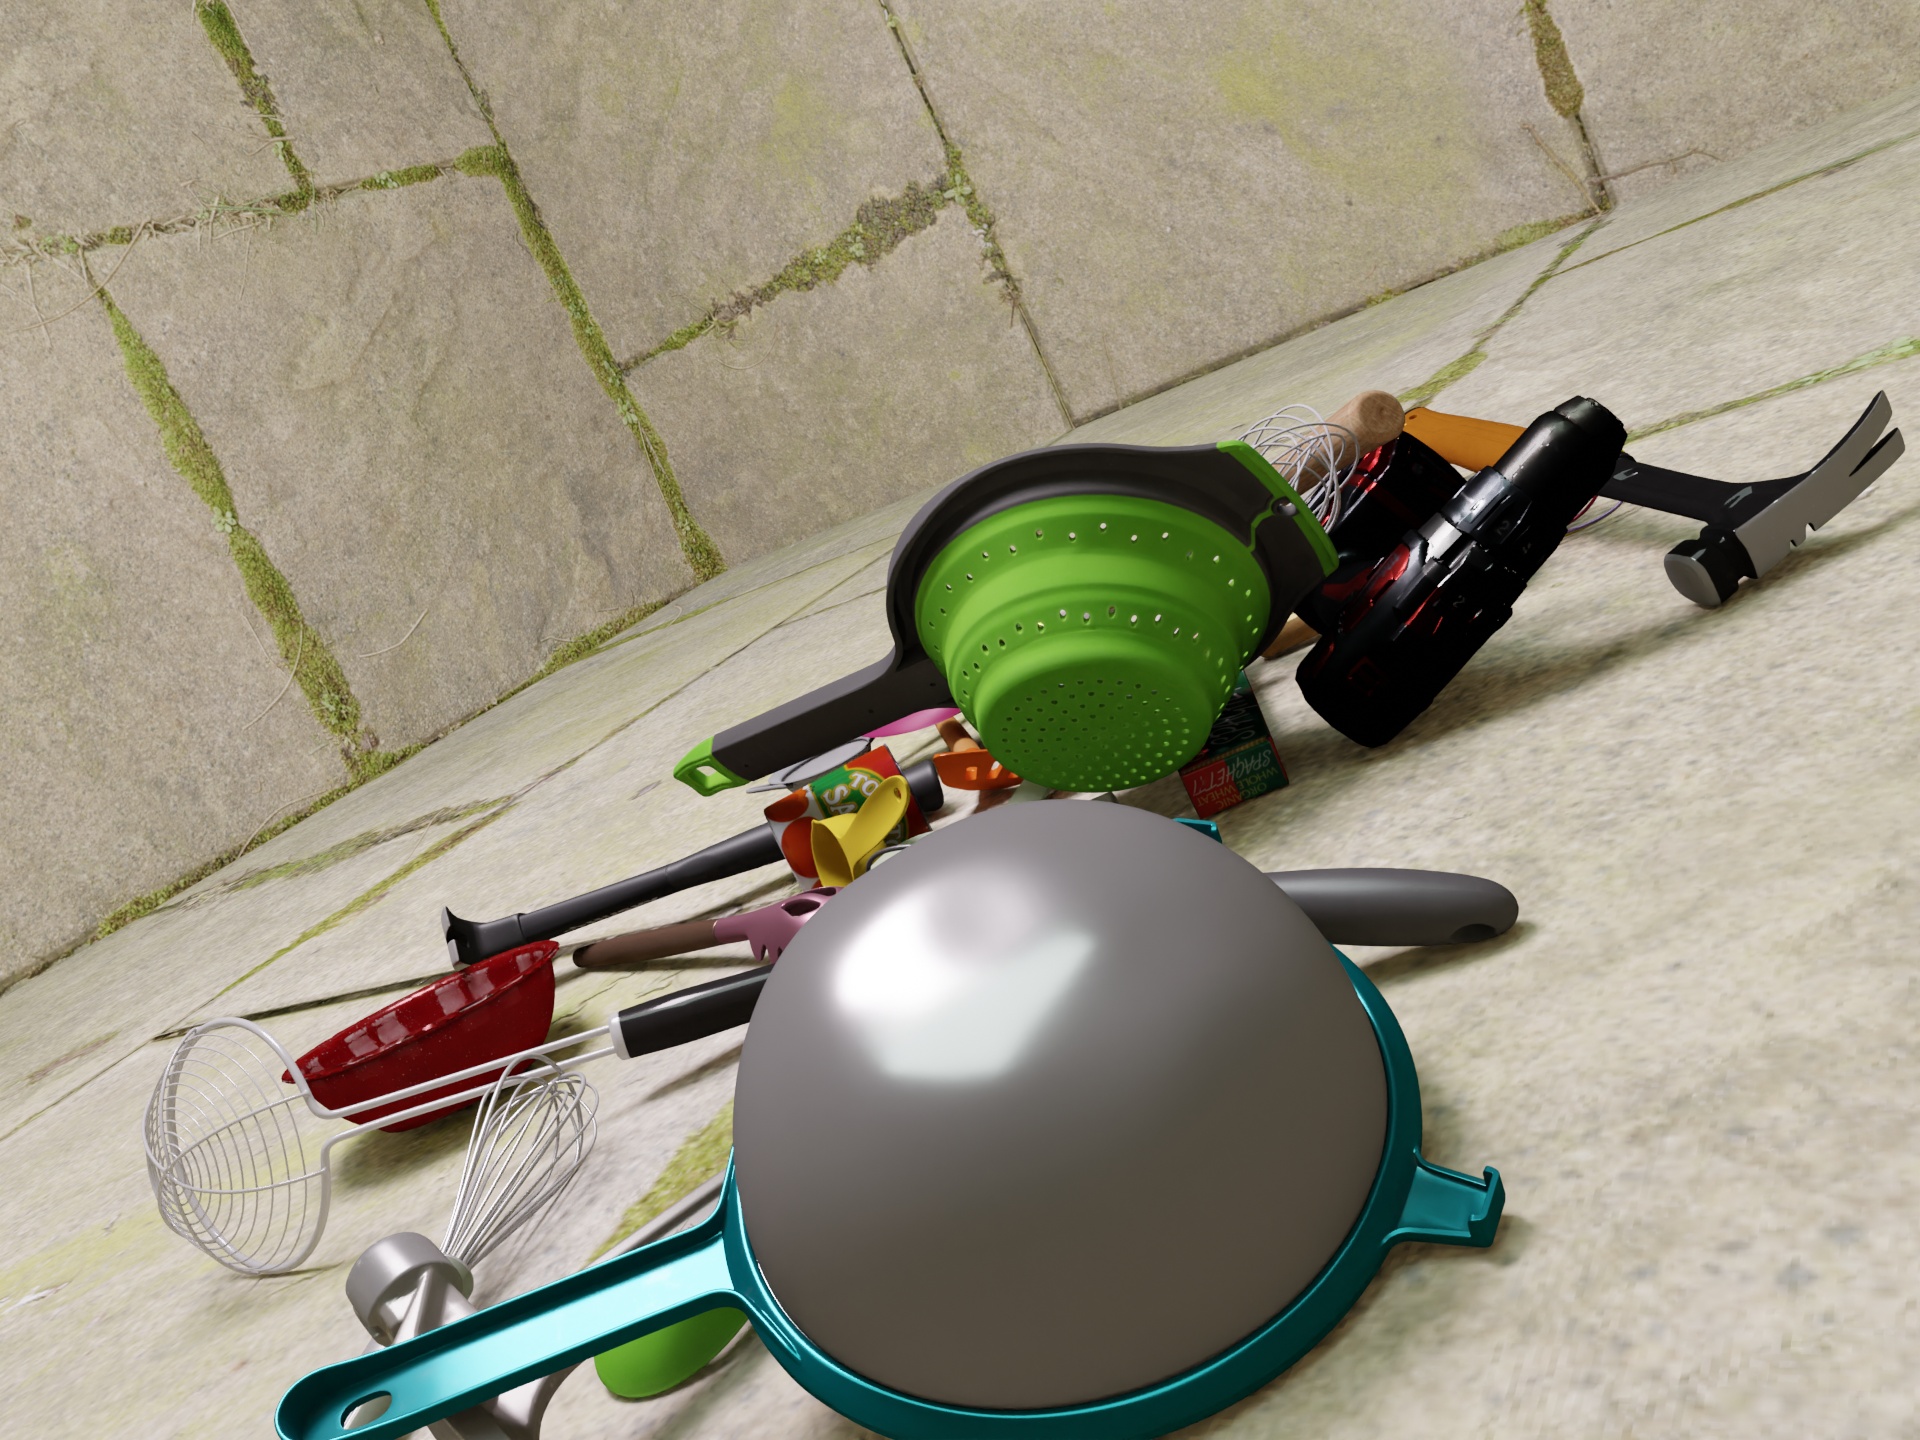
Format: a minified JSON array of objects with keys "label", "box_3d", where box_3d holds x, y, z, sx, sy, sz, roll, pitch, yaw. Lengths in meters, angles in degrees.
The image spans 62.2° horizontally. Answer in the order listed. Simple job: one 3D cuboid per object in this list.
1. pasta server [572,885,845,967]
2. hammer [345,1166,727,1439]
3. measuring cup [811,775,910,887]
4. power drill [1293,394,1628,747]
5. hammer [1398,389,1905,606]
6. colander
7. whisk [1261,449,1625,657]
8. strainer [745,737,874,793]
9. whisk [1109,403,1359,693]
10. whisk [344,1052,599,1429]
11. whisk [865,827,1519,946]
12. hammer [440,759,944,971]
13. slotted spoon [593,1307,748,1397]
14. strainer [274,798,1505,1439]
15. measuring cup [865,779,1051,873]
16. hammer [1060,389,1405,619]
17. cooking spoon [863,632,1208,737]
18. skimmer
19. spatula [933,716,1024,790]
[{"label":"pasta server","box_3d":[-0.147,0.131,0.922,0.316,0.040,0.060,-17,15,49]},{"label":"hammer","box_3d":[-0.022,0.138,0.566,0.359,0.036,0.149,-29,36,-36]},{"label":"measuring cup","box_3d":[-0.042,0.059,0.839,0.029,0.062,0.156,-17,-17,-27]},{"label":"power drill","box_3d":[0.242,-0.095,0.821,0.188,0.080,0.227,-51,7,17]},{"label":"hammer","box_3d":[0.346,-0.146,0.884,0.127,0.034,0.337,-38,23,-3]},{"label":"colander","box_3d":[-0.001,-0.003,0.811,0.397,0.204,0.095,-23,47,30]},{"label":"whisk","box_3d":[0.290,-0.103,0.971,0.245,0.047,0.051,-27,13,12]},{"label":"strainer","box_3d":[-0.047,-0.004,1.171,0.258,0.050,0.087,-39,19,-26]},{"label":"whisk","box_3d":[0.123,-0.058,0.855,0.070,0.070,0.284,-37,-14,-42]},{"label":"whisk","box_3d":[-0.203,0.217,0.637,0.058,0.059,0.246,-22,18,17]},{"label":"whisk","box_3d":[0.078,0.064,0.581,0.239,0.055,0.055,0,20,17]},{"label":"hammer","box_3d":[-0.168,0.094,1.011,0.335,0.035,0.146,-20,-12,6]},{"label":"slotted spoon","box_3d":[-0.040,0.147,0.643,0.070,0.031,0.314,-9,19,34]},{"label":"strainer","box_3d":[-0.040,0.111,0.448,0.340,0.095,0.211,-21,33,-7]},{"label":"measuring cup","box_3d":[0.007,0.058,0.809,0.083,0.038,0.168,-3,35,37]},{"label":"hammer","box_3d":[0.146,-0.111,0.933,0.130,0.031,0.331,-23,-5,-28]},{"label":"cooking spoon","box_3d":[0.047,-0.027,1.034,0.319,0.017,0.069,-12,22,40]},{"label":"skimmer","box_3d":[-0.226,0.172,0.790,0.363,0.127,0.090,-16,-4,-7]},{"label":"spatula","box_3d":[0.005,0.012,1.062,0.081,0.041,0.323,-3,9,-7]}]
